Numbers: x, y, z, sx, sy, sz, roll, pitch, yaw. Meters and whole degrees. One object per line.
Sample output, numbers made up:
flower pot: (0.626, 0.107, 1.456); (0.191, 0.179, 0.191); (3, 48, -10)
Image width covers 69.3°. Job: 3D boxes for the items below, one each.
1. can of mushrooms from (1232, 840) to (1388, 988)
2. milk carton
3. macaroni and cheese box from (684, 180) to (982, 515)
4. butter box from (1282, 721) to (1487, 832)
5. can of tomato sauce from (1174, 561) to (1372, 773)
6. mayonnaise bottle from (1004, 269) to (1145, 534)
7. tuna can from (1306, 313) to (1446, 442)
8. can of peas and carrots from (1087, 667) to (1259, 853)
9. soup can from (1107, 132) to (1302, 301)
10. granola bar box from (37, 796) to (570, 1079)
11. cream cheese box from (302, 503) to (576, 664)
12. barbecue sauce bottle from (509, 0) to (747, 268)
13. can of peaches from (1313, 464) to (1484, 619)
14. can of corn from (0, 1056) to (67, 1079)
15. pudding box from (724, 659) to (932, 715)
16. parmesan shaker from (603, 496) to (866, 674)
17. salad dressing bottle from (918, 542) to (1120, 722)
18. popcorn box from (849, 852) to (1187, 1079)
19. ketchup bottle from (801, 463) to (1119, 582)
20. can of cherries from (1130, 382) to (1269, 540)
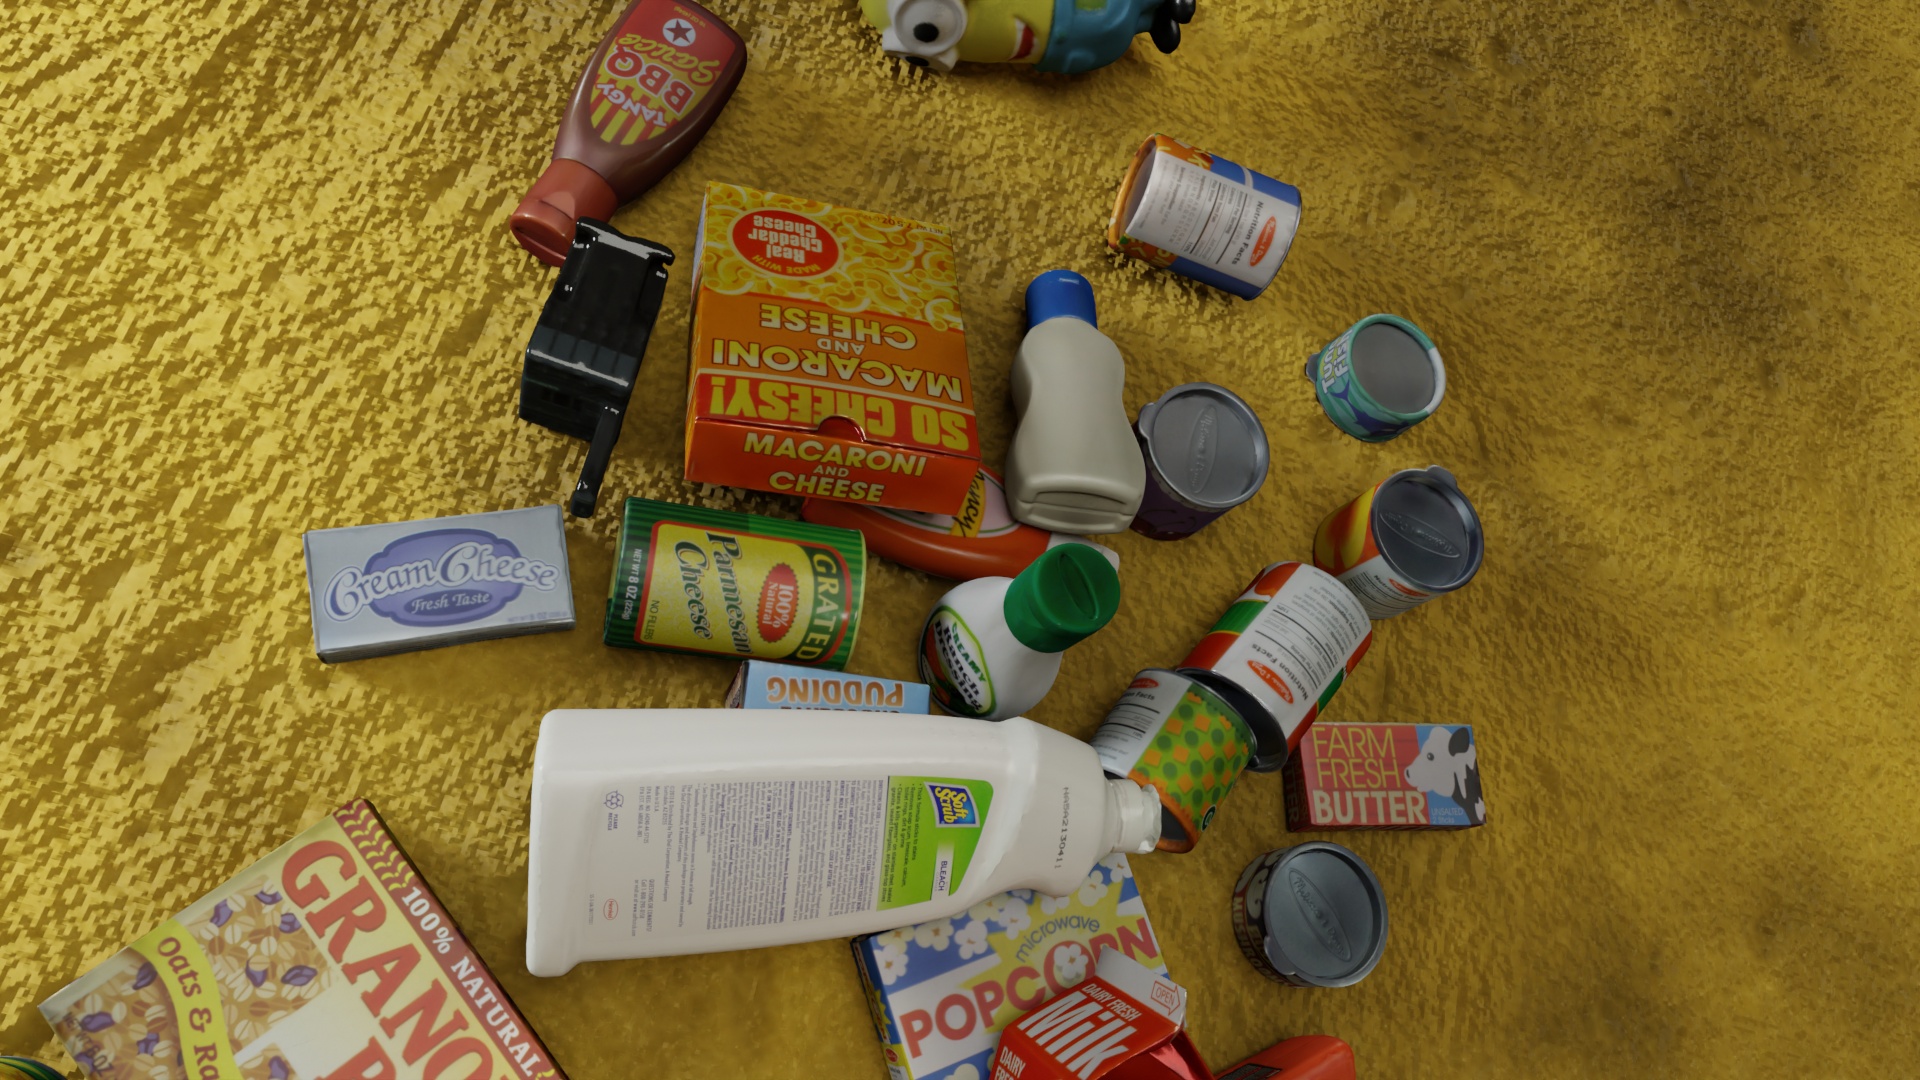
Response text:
can of mushrooms: (0.163, 0.178, 0.657); (0.071, 0.033, 0.071); (6, 71, -17)
milk carton: (0.046, 0.259, 0.538); (0.073, 0.072, 0.190); (19, 82, -21)
macaroni and cheese box: (-0.061, -0.092, 0.638); (0.124, 0.040, 0.167); (7, 47, -16)
butter box: (0.212, 0.119, 0.699); (0.104, 0.024, 0.053); (3, 70, -18)
can of tomato sauce: (0.150, 0.061, 0.675); (0.071, 0.071, 0.083); (46, 62, 0)
mayonnaise bottle: (0.053, -0.071, 0.679); (0.065, 0.041, 0.149); (7, 50, -9)
tuna can: (0.232, -0.092, 0.774); (0.071, 0.032, 0.071); (6, 70, -17)
can of peas and carrots: (0.096, 0.104, 0.642); (0.071, 0.070, 0.059); (41, 65, -2)
soup can: (0.130, -0.175, 0.753); (0.084, 0.071, 0.071); (18, 67, -11)
granola bar box: (-0.229, 0.199, 0.514); (0.125, 0.039, 0.165); (-35, 85, -25)
cream cheese box: (-0.219, 0.018, 0.588); (0.104, 0.024, 0.053); (-7, 74, -21)
barbecue sauce bottle: (-0.163, -0.197, 0.671); (0.065, 0.043, 0.149); (30, 66, -8)
can of peaches: (0.229, 0.001, 0.727); (0.071, 0.058, 0.071); (6, 70, -16)
can of corn: (-0.339, 0.207, 0.464); (0.071, 0.058, 0.071); (6, 70, -17)
pudding box: (-0.060, 0.077, 0.608); (0.084, 0.049, 0.030); (10, 66, -16)
parmesan shaker: (-0.099, 0.023, 0.605); (0.103, 0.071, 0.071); (8, 70, -16)
salad dressing bottle: (0.023, 0.039, 0.595); (0.044, 0.147, 0.064); (-21, 80, -23)
popcorn box: (0.025, 0.192, 0.603); (0.127, 0.038, 0.085); (-15, 77, -23)
ketchup bottle: (0.002, -0.008, 0.662); (0.149, 0.043, 0.065); (25, 57, -10)
can of cherries: (0.111, -0.040, 0.701); (0.071, 0.058, 0.071); (5, 71, -17)
